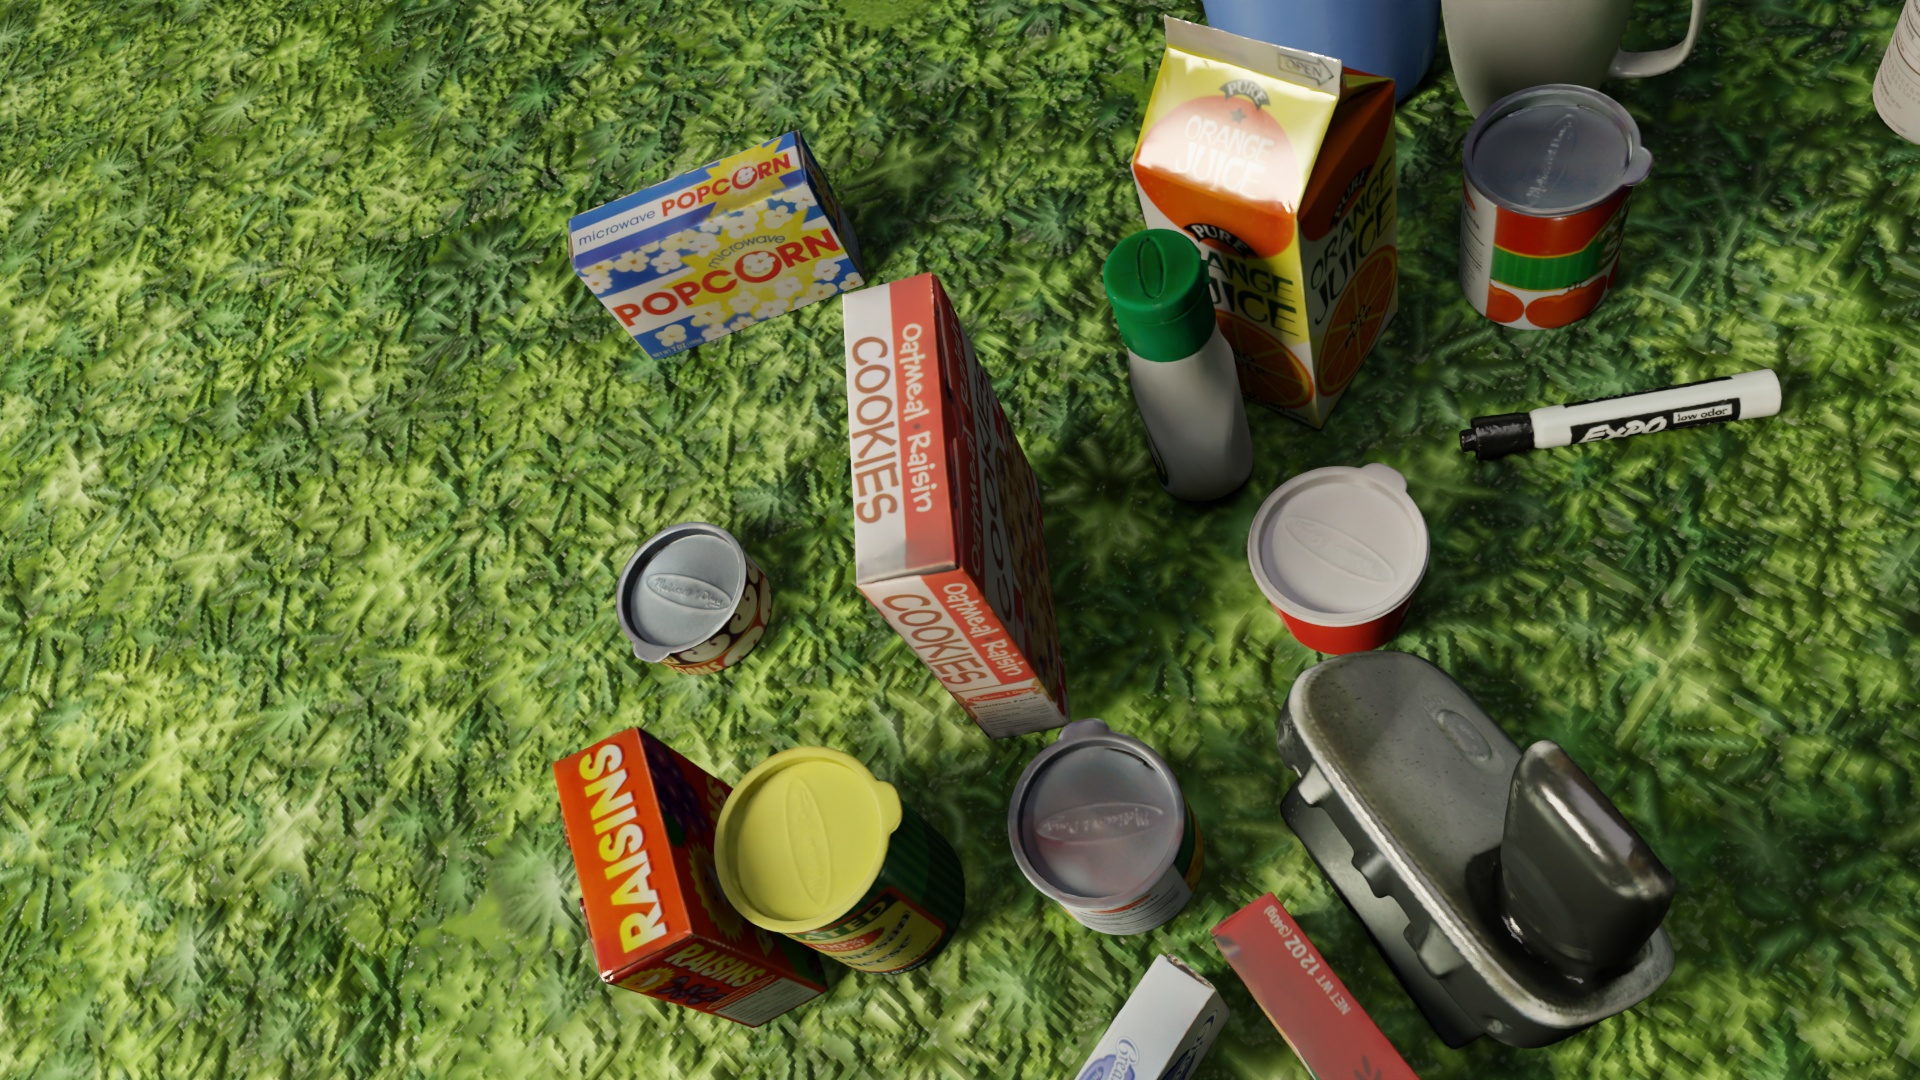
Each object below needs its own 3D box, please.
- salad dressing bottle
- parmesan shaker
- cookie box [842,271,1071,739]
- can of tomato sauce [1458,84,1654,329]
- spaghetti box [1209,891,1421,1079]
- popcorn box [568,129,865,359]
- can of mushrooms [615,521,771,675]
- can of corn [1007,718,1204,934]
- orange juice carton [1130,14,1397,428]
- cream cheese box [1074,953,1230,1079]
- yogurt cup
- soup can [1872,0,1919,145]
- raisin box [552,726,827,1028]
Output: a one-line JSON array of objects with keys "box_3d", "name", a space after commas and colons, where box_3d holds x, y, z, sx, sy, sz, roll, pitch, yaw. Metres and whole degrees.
[{"box_3d": [0.090, -0.068, 0.563, 0.044, 0.147, 0.064, -9, 62, 14], "name": "salad dressing bottle"}, {"box_3d": [-0.040, 0.125, 0.532, 0.071, 0.102, 0.071, -7, 62, 14], "name": "parmesan shaker"}, {"box_3d": [0.002, -0.007, 0.549, 0.040, 0.167, 0.123, -12, 61, 12], "name": "cookie box"}, {"box_3d": [0.248, -0.138, 0.586, 0.071, 0.083, 0.071, -7, 62, 14], "name": "can of tomato sauce"}, {"box_3d": [0.169, 0.225, 0.445, 0.029, 0.050, 0.251, -36, 59, -2], "name": "spaghetti box"}, {"box_3d": [-0.122, -0.147, 0.708, 0.126, 0.085, 0.038, -19, 60, 8], "name": "popcorn box"}, {"box_3d": [-0.125, 0.029, 0.649, 0.071, 0.033, 0.071, -7, 62, 14], "name": "can of mushrooms"}, {"box_3d": [0.057, 0.111, 0.534, 0.071, 0.058, 0.071, -7, 62, 14], "name": "can of corn"}, {"box_3d": [0.126, -0.132, 0.558, 0.072, 0.192, 0.073, 29, 76, 28], "name": "orange juice carton"}, {"box_3d": [0.056, 0.199, 0.492, 0.024, 0.053, 0.104, 30, 76, 28], "name": "cream cheese box"}, {"box_3d": [0.152, 0.012, 0.557, 0.072, 0.053, 0.072, -7, 62, 14], "name": "yogurt cup"}, {"box_3d": [0.424, -0.212, 0.567, 0.071, 0.083, 0.071, -7, 62, 14], "name": "soup can"}, {"box_3d": [-0.102, 0.133, 0.536, 0.040, 0.123, 0.086, -26, 59, 4], "name": "raisin box"}]
